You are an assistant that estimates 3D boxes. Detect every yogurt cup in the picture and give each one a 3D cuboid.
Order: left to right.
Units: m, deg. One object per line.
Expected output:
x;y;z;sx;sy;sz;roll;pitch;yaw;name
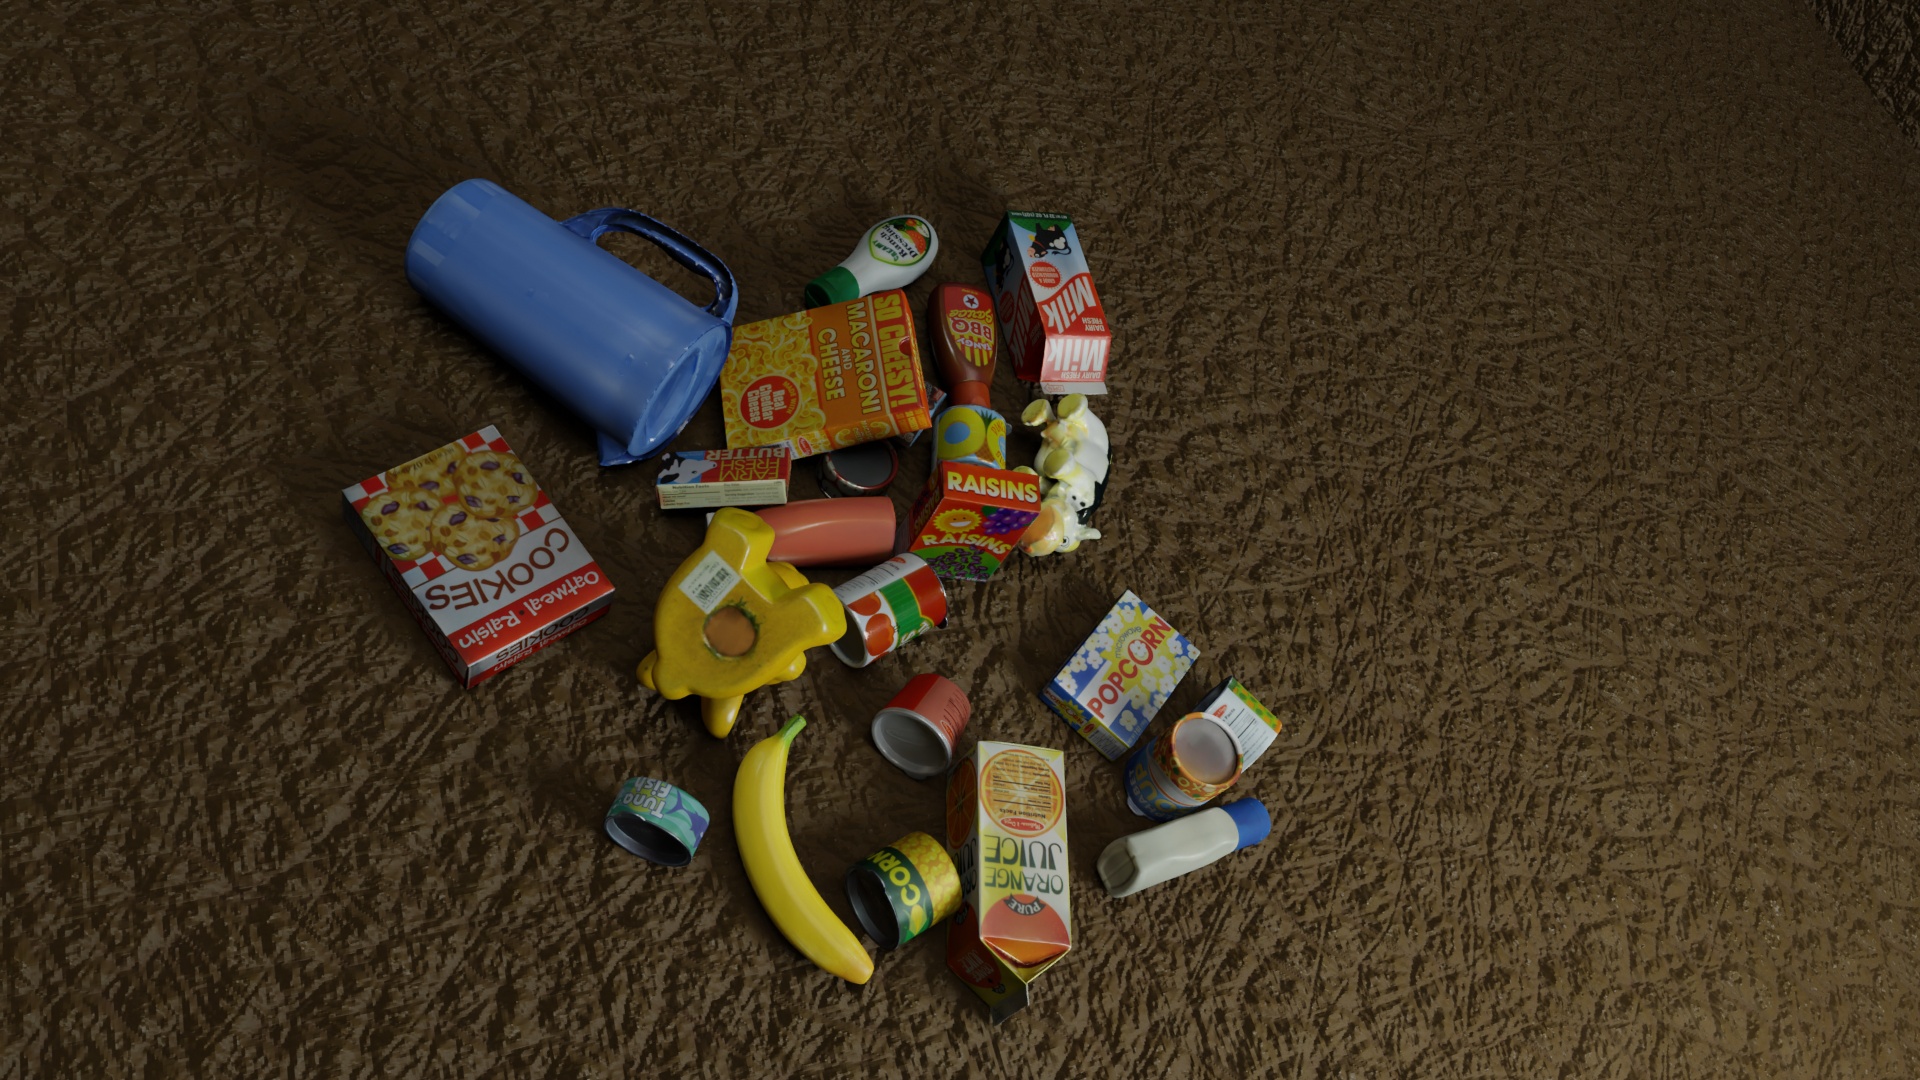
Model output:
-0.027;0.140;1.074;0.072;0.072;0.054;36;46;0;yogurt cup

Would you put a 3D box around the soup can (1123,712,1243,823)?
0.178;0.185;1.121;0.071;0.083;0.071;11;58;-17;soup can

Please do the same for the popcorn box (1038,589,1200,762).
0.135;0.113;1.174;0.085;0.038;0.127;41;54;5;popcorn box

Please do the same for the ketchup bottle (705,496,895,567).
-0.130;-0.005;1.120;0.149;0.064;0.044;-2;50;-15;ketchup bottle

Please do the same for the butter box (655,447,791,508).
-0.188;-0.050;1.113;0.103;0.024;0.053;-3;35;-3;butter box

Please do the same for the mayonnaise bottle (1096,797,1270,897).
0.182;0.240;1.105;0.148;0.064;0.041;-11;62;-33;mayonnaise bottle

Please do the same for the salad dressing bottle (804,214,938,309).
-0.083;-0.255;1.300;0.064;0.043;0.148;45;54;6;salad dressing bottle

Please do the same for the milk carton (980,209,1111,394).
0.085;-0.220;1.332;0.072;0.073;0.191;-3;63;-25;milk carton

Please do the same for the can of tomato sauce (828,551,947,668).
-0.062;0.057;1.107;0.083;0.071;0.071;-28;75;-33;can of tomato sauce

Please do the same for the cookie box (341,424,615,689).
-0.355;0.010;1.026;0.123;0.040;0.167;-31;75;-34;cookie box

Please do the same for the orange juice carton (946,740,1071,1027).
0.034;0.252;1.026;0.073;0.071;0.193;11;57;-17;orange juice carton

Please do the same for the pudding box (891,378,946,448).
-0.048;-0.118;1.221;0.049;0.030;0.084;34;29;-1;pudding box

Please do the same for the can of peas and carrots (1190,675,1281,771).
0.228;0.157;1.172;0.059;0.070;0.071;43;54;5;can of peas and carrots

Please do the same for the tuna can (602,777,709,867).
-0.210;0.193;0.958;0.071;0.070;0.033;27;53;-6;tuna can

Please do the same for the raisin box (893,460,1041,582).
0.004;-0.014;1.142;0.086;0.122;0.040;9;59;-18;raisin box

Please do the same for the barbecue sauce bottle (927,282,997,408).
0.005;-0.168;1.285;0.065;0.043;0.149;10;58;-25;barbecue sauce bottle

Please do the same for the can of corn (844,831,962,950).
-0.040;0.249;0.996;0.058;0.070;0.071;-22;72;-33;can of corn

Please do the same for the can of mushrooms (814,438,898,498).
-0.087;-0.061;1.188;0.071;0.033;0.071;11;56;-17;can of mushrooms

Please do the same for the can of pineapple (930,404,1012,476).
0.009;-0.078;1.217;0.071;0.070;0.058;12;58;-17;can of pineapple

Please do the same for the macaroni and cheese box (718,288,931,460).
-0.117;-0.136;1.169;0.166;0.040;0.124;-13;63;4;macaroni and cheese box
